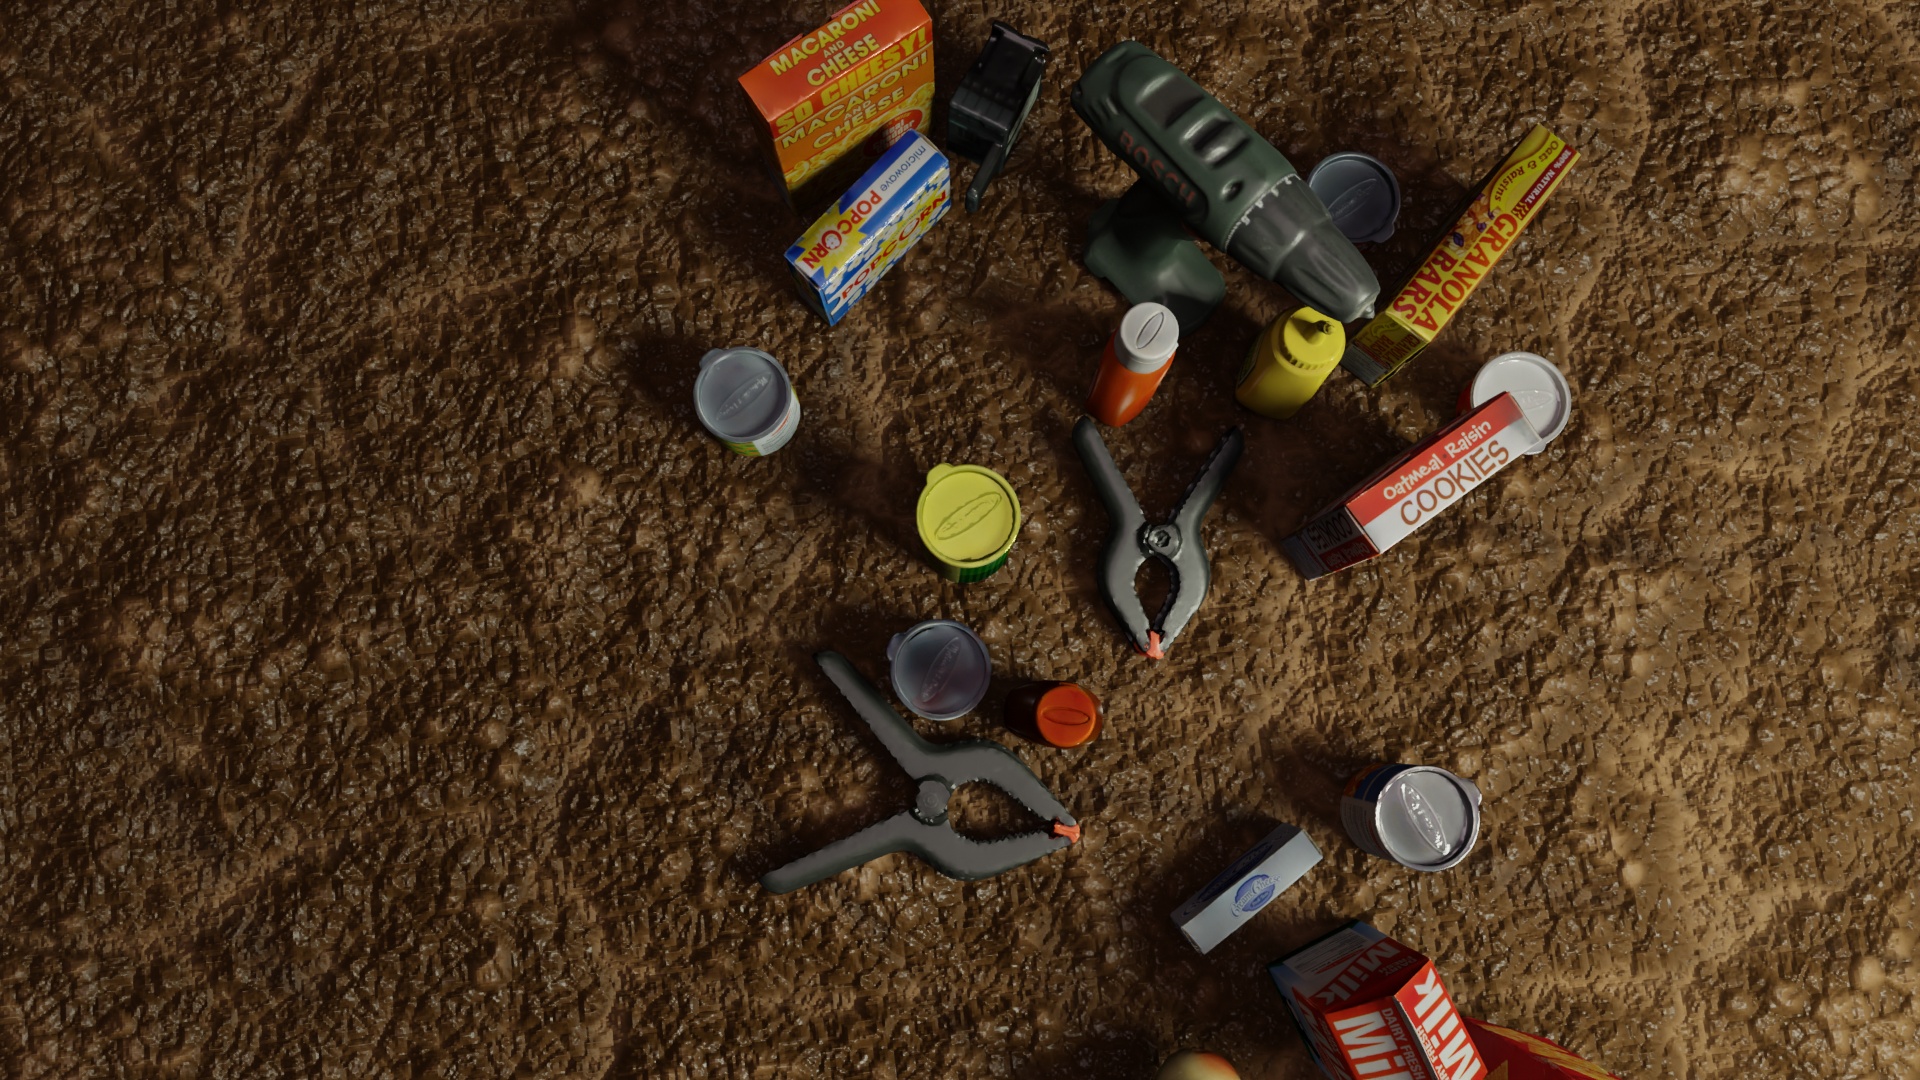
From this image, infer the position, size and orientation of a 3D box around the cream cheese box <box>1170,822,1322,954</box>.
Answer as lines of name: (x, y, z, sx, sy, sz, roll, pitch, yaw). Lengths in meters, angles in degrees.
cream cheese box: (0.188, 0.229, 0.920, 0.104, 0.053, 0.024, -38, 84, -5)

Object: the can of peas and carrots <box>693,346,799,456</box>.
can of peas and carrots: (-0.148, -0.096, 0.959, 0.071, 0.058, 0.071, 0, 82, 0)

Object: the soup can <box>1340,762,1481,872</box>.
soup can: (0.295, 0.178, 0.912, 0.071, 0.083, 0.071, 0, 83, 0)

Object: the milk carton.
milk carton: (0.253, 0.292, 0.842, 0.073, 0.190, 0.072, -26, 84, -3)

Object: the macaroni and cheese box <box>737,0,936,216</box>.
macaroni and cheese box: (-0.078, -0.293, 0.932, 0.124, 0.166, 0.040, -34, 84, -4)

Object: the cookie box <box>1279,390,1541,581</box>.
cookie box: (0.284, -0.031, 0.899, 0.123, 0.167, 0.040, -35, 84, -4)

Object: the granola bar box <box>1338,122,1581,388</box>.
granola bar box: (0.333, -0.188, 0.942, 0.039, 0.124, 0.166, 39, 84, 4)

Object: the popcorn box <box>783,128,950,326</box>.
popcorn box: (-0.062, -0.215, 0.963, 0.038, 0.085, 0.127, 43, 84, 5)

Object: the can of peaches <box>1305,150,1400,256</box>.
can of peaches: (0.271, -0.231, 0.981, 0.071, 0.058, 0.071, 0, 82, 0)

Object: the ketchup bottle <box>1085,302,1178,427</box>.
ketchup bottle: (0.116, -0.119, 0.919, 0.043, 0.148, 0.065, 34, 84, 4)

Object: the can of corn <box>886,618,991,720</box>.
can of corn: (-0.015, 0.086, 0.935, 0.071, 0.058, 0.071, 0, 82, 0)

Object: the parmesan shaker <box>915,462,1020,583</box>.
parmesan shaker: (0.003, -0.012, 0.926, 0.071, 0.103, 0.071, 0, 83, 0)

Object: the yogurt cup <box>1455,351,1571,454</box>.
yogurt cup: (0.380, -0.092, 0.965, 0.072, 0.054, 0.072, 0, 82, 0)

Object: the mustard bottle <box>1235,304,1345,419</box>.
mustard bottle: (0.221, -0.124, 0.915, 0.049, 0.160, 0.065, 23, 83, 3)

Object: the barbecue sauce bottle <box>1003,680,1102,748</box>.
barbecue sauce bottle: (0.062, 0.111, 0.887, 0.065, 0.148, 0.043, 8, 83, 1)
